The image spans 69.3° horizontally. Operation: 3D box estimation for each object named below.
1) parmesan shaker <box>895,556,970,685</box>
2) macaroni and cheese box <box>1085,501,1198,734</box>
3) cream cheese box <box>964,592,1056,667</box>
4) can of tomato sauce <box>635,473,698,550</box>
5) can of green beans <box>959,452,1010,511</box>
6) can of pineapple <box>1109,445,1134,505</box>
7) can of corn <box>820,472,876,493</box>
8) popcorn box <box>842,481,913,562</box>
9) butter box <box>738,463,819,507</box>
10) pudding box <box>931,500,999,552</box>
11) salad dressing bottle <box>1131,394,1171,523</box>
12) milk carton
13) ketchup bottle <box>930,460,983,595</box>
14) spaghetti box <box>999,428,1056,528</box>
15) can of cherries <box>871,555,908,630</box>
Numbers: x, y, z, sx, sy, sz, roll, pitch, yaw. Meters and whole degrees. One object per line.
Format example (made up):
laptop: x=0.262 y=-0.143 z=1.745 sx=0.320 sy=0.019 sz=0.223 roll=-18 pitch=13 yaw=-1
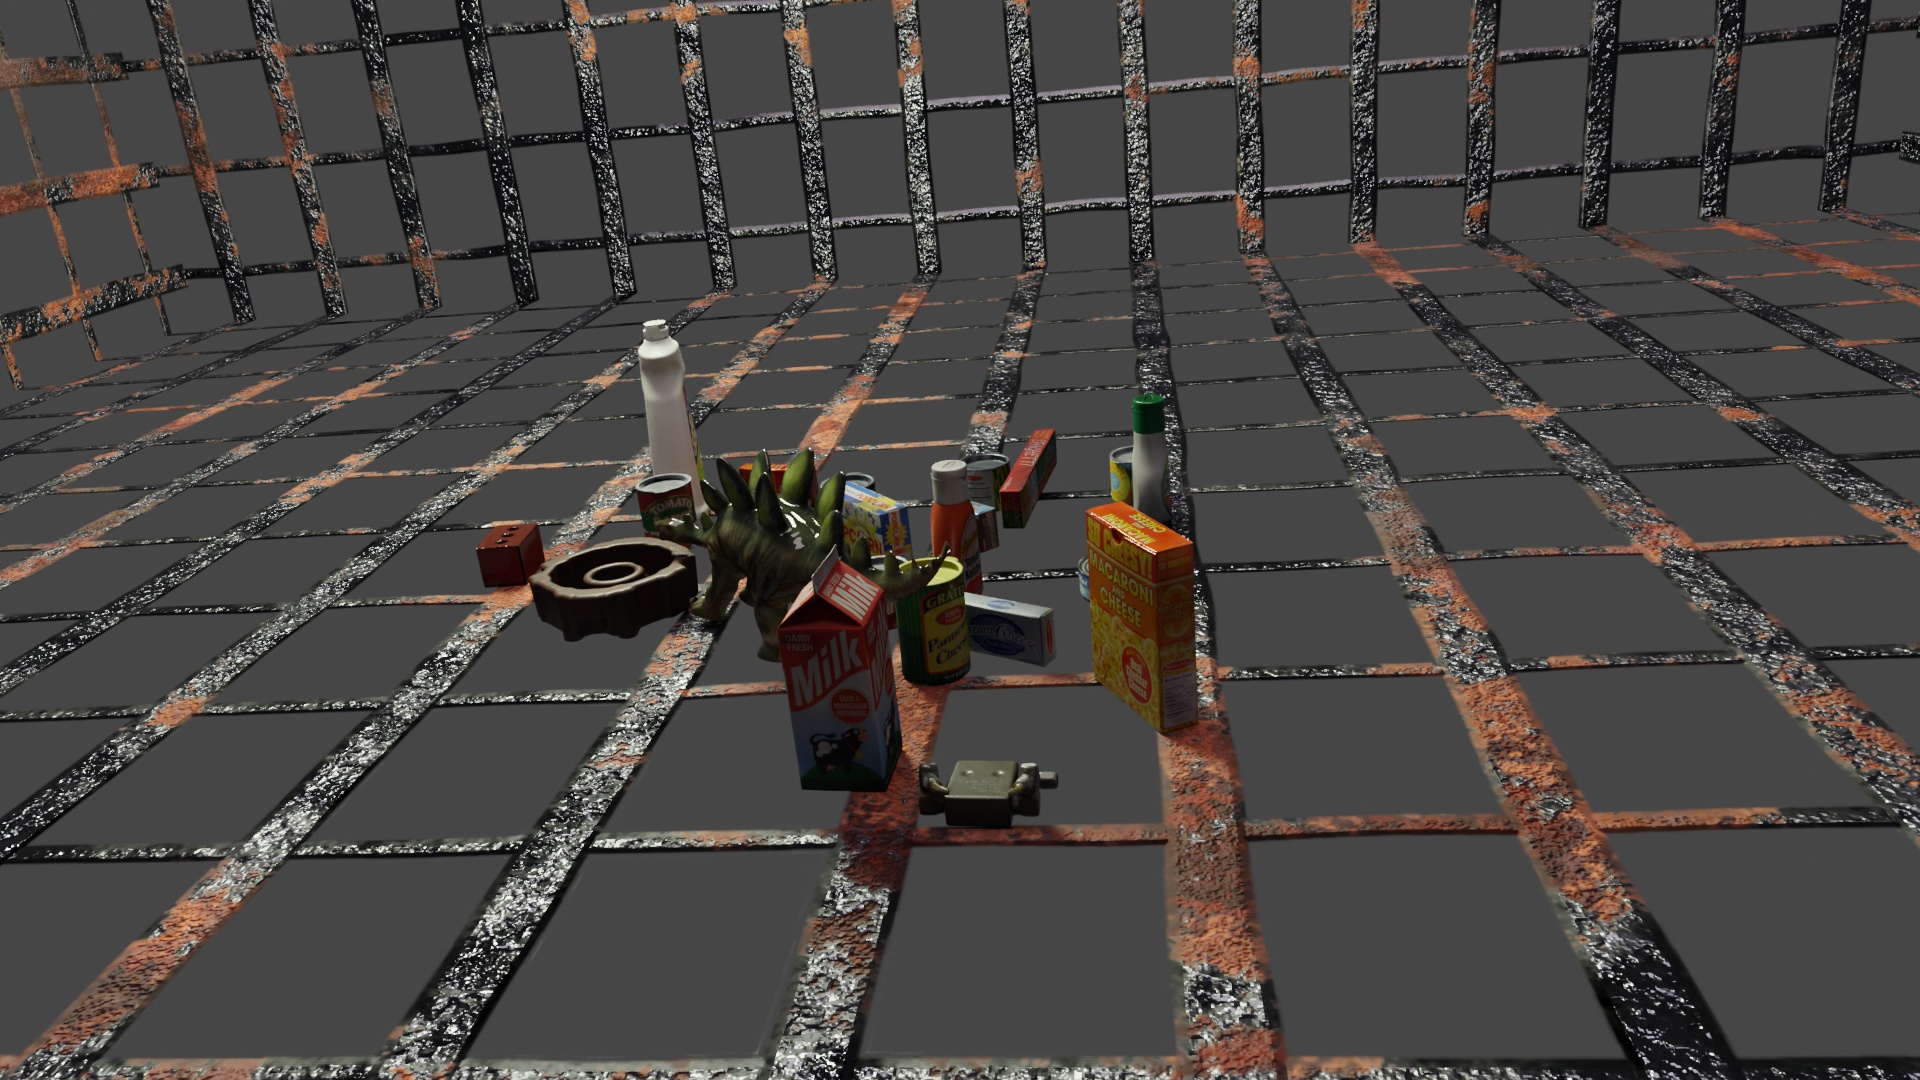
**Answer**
parmesan shaker: x=-0.024 y=0.075 z=1.299 sx=0.071 sy=0.102 sz=0.071 roll=-5 pitch=21 yaw=2
macaroni and cheese box: x=0.155 y=0.064 z=1.194 sx=0.040 sy=0.165 sz=0.124 roll=-13 pitch=22 yaw=-20
cream cheese box: x=0.041 y=0.084 z=1.326 sx=0.104 sy=0.053 sz=0.024 roll=9 pitch=25 yaw=34
can of tomato sauce: x=-0.353 y=-0.031 z=1.681 sx=0.071 sy=0.082 sz=0.071 roll=-5 pitch=21 yaw=2
can of green beans: x=0.030 y=-0.071 z=1.726 sx=0.071 sy=0.057 sz=0.071 roll=-5 pitch=21 yaw=2
can of pineapple: x=0.215 y=-0.080 z=1.703 sx=0.071 sy=0.057 sz=0.071 roll=-5 pitch=21 yaw=2
can of corn: x=-0.134 y=-0.045 z=1.697 sx=0.071 sy=0.058 sz=0.071 roll=-5 pitch=21 yaw=2
popcorn box: x=-0.104 y=-0.010 z=1.562 sx=0.038 sy=0.085 sz=0.127 roll=-18 pitch=24 yaw=-30
butter box: x=-0.235 y=-0.072 z=1.799 sx=0.103 sy=0.053 sz=0.024 roll=3 pitch=22 yaw=21
pudding box: x=0.006 y=-0.020 z=1.611 sx=0.030 sy=0.049 sz=0.084 roll=-22 pitch=26 yaw=-37
salad dressing bottle: x=0.221 y=-0.094 z=1.614 sx=0.044 sy=0.147 sz=0.064 roll=0 pitch=21 yaw=14
milk carton: x=-0.098 y=0.103 z=1.121 sx=0.073 sy=0.189 sz=0.072 roll=-1 pitch=21 yaw=11
ketchup bottle: x=-0.006 y=-0.008 z=1.446 sx=0.043 sy=0.148 sz=0.065 roll=4 pitch=23 yaw=24
spaghetti box: x=0.088 y=-0.081 z=1.749 sx=0.029 sy=0.050 sz=0.251 roll=0 pitch=22 yaw=14
can of cherries: x=-0.080 y=0.054 z=1.426 sx=0.071 sy=0.058 sz=0.072 roll=-5 pitch=21 yaw=2
